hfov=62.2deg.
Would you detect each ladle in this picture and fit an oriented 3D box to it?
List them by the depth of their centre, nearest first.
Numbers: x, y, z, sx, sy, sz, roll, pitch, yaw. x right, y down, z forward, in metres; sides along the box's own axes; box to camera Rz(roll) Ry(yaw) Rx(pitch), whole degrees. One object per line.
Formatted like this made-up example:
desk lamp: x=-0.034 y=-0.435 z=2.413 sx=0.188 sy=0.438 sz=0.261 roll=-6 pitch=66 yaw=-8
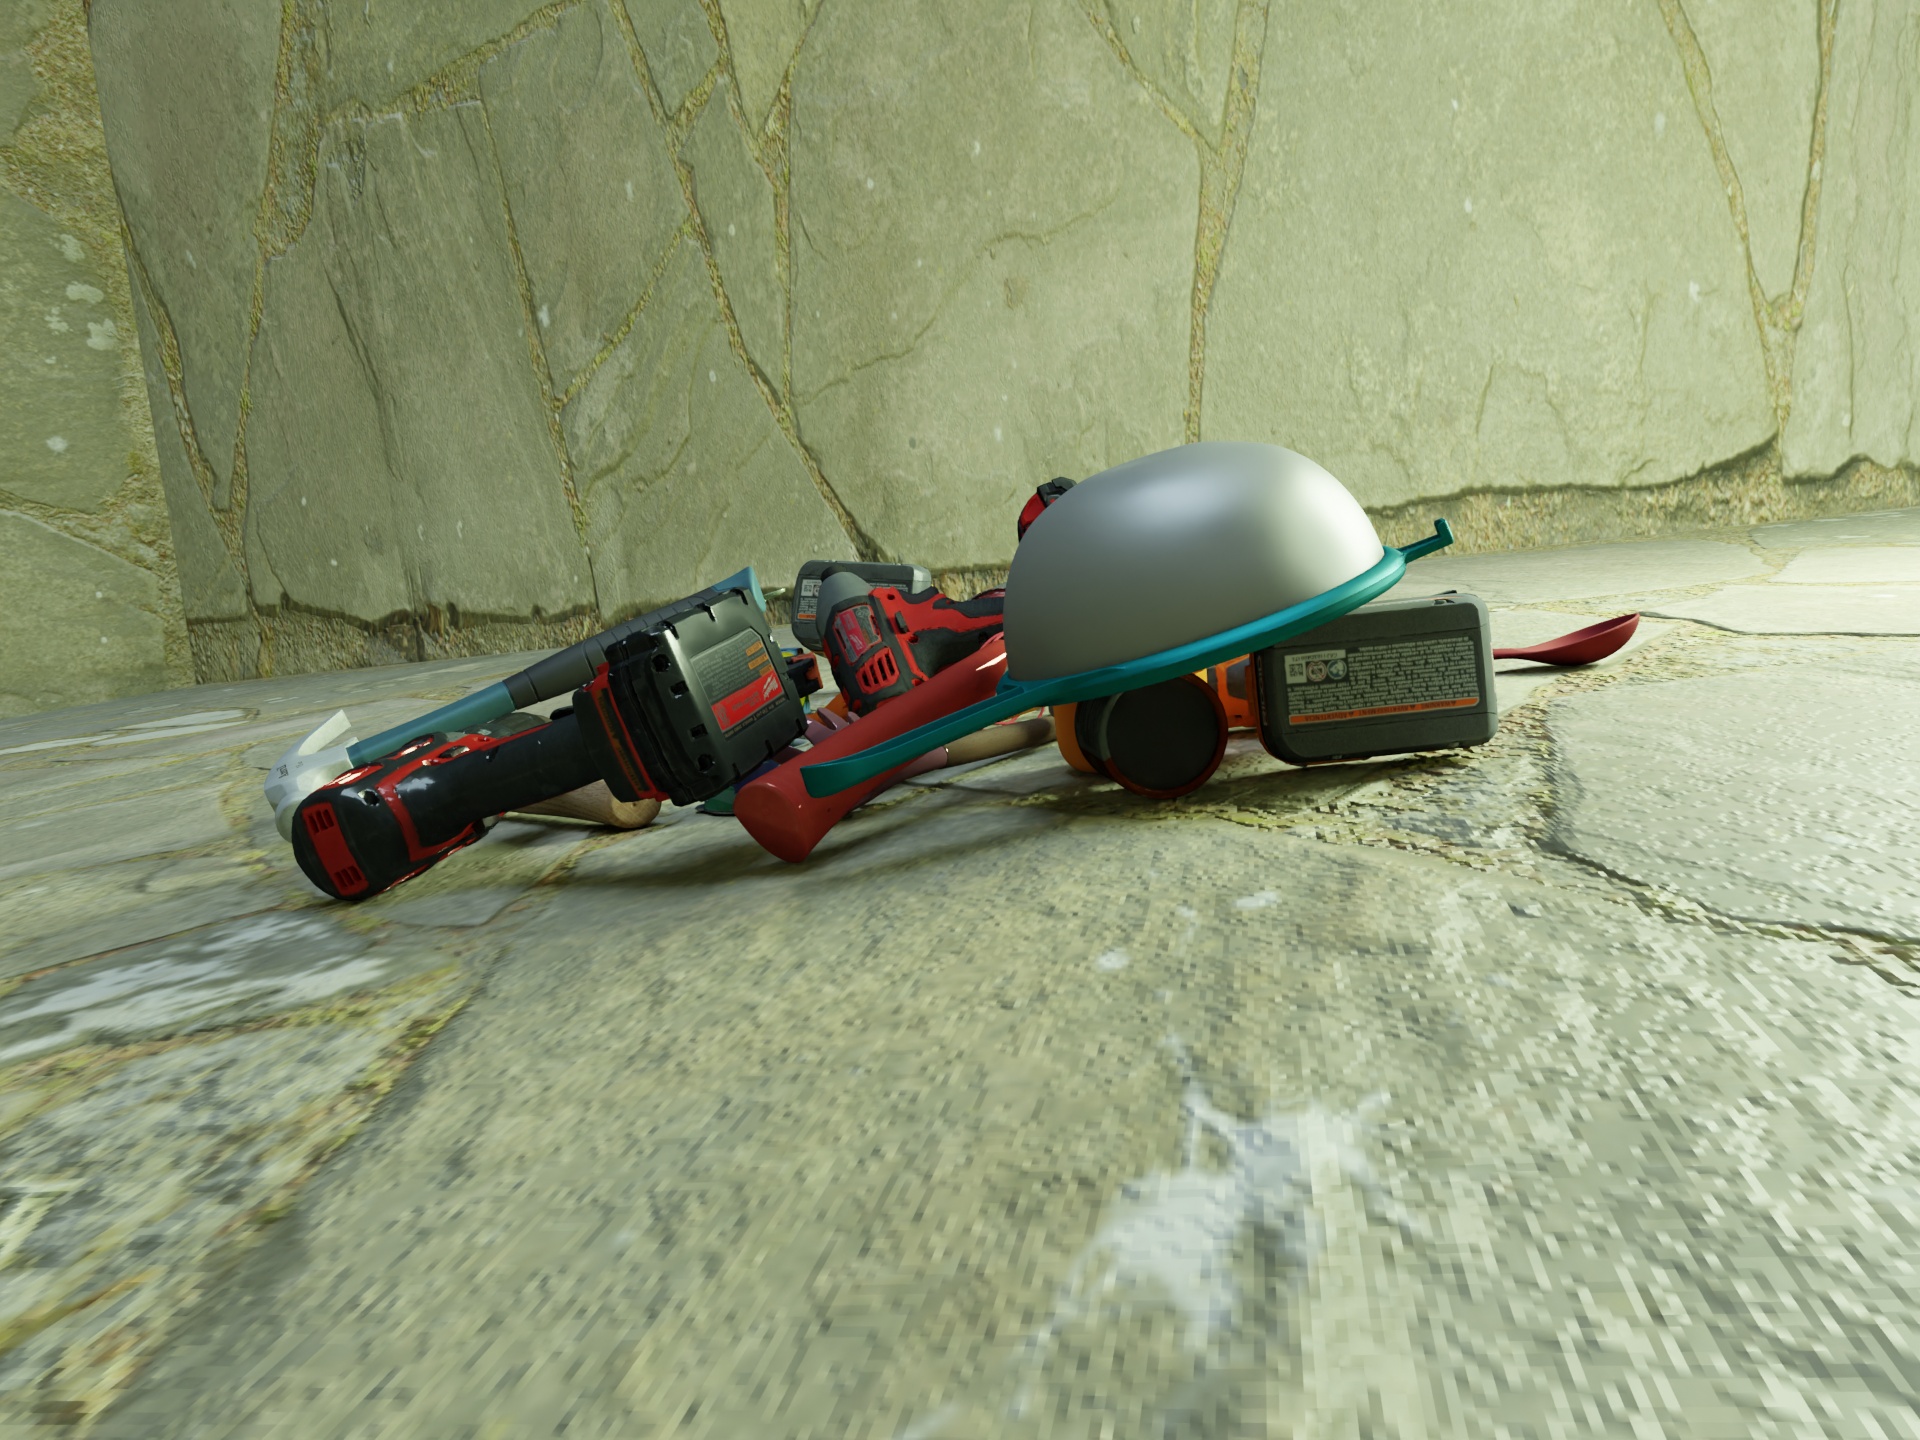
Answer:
ladle: x=0.318 y=-0.041 z=1.136 sx=0.315 sy=0.031 sz=0.069 roll=-7 pitch=4 yaw=13

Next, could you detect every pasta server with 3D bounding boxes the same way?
pasta server: x=-0.006 y=0.014 z=0.927 sx=0.040 sy=0.060 sz=0.316 roll=24 pitch=18 yaw=26

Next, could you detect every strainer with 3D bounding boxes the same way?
strainer: x=0.056 y=-0.064 z=0.754 sx=0.340 sy=0.095 sz=0.211 roll=-24 pitch=9 yaw=-33

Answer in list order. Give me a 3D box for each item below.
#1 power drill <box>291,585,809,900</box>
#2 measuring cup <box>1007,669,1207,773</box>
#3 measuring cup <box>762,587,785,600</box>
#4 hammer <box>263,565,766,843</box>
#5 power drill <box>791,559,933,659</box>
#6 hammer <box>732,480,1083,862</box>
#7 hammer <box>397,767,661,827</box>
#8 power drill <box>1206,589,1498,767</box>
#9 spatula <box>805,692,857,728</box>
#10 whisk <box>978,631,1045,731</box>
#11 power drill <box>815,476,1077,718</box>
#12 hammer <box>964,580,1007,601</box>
power drill: x=-0.193 y=0.011 z=0.790 sx=0.226 sy=0.080 sz=0.188 roll=-19 pitch=9 yaw=21
measuring cup: x=0.066 y=0.008 z=0.860 sx=0.173 sy=0.052 sz=0.095 roll=-15 pitch=11 yaw=-43
measuring cup: x=-0.188 y=-0.050 z=1.122 sx=0.167 sy=0.038 sz=0.083 roll=-20 pitch=6 yaw=22
hammer: x=-0.271 y=-0.021 z=1.001 sx=0.331 sy=0.033 sz=0.128 roll=-26 pitch=25 yaw=-19
power drill: x=-0.040 y=-0.079 z=1.440 sx=0.185 sy=0.084 sz=0.226 roll=4 pitch=-9 yaw=14
hammer: x=0.001 y=-0.022 z=0.840 sx=0.037 sy=0.149 sz=0.359 roll=16 pitch=25 yaw=24
hammer: x=-0.289 y=0.043 z=0.984 sx=0.130 sy=0.031 sz=0.331 roll=-12 pitch=9 yaw=-41
power drill: x=0.221 y=-0.027 z=0.891 sx=0.164 sy=0.084 sz=0.226 roll=-6 pitch=3 yaw=-1
spatula: x=-0.192 y=-0.003 z=1.235 sx=0.322 sy=0.041 sz=0.081 roll=-8 pitch=24 yaw=4
whisk: x=-0.002 y=-0.003 z=1.003 sx=0.073 sy=0.073 sz=0.296 roll=-3 pitch=13 yaw=30
power drill: x=0.002 y=-0.087 z=1.169 sx=0.219 sy=0.143 sz=0.078 roll=-22 pitch=-32 yaw=-5
hammer: x=0.210 y=-0.090 z=1.349 sx=0.405 sy=0.035 sz=0.144 roll=4 pitch=16 yaw=16
